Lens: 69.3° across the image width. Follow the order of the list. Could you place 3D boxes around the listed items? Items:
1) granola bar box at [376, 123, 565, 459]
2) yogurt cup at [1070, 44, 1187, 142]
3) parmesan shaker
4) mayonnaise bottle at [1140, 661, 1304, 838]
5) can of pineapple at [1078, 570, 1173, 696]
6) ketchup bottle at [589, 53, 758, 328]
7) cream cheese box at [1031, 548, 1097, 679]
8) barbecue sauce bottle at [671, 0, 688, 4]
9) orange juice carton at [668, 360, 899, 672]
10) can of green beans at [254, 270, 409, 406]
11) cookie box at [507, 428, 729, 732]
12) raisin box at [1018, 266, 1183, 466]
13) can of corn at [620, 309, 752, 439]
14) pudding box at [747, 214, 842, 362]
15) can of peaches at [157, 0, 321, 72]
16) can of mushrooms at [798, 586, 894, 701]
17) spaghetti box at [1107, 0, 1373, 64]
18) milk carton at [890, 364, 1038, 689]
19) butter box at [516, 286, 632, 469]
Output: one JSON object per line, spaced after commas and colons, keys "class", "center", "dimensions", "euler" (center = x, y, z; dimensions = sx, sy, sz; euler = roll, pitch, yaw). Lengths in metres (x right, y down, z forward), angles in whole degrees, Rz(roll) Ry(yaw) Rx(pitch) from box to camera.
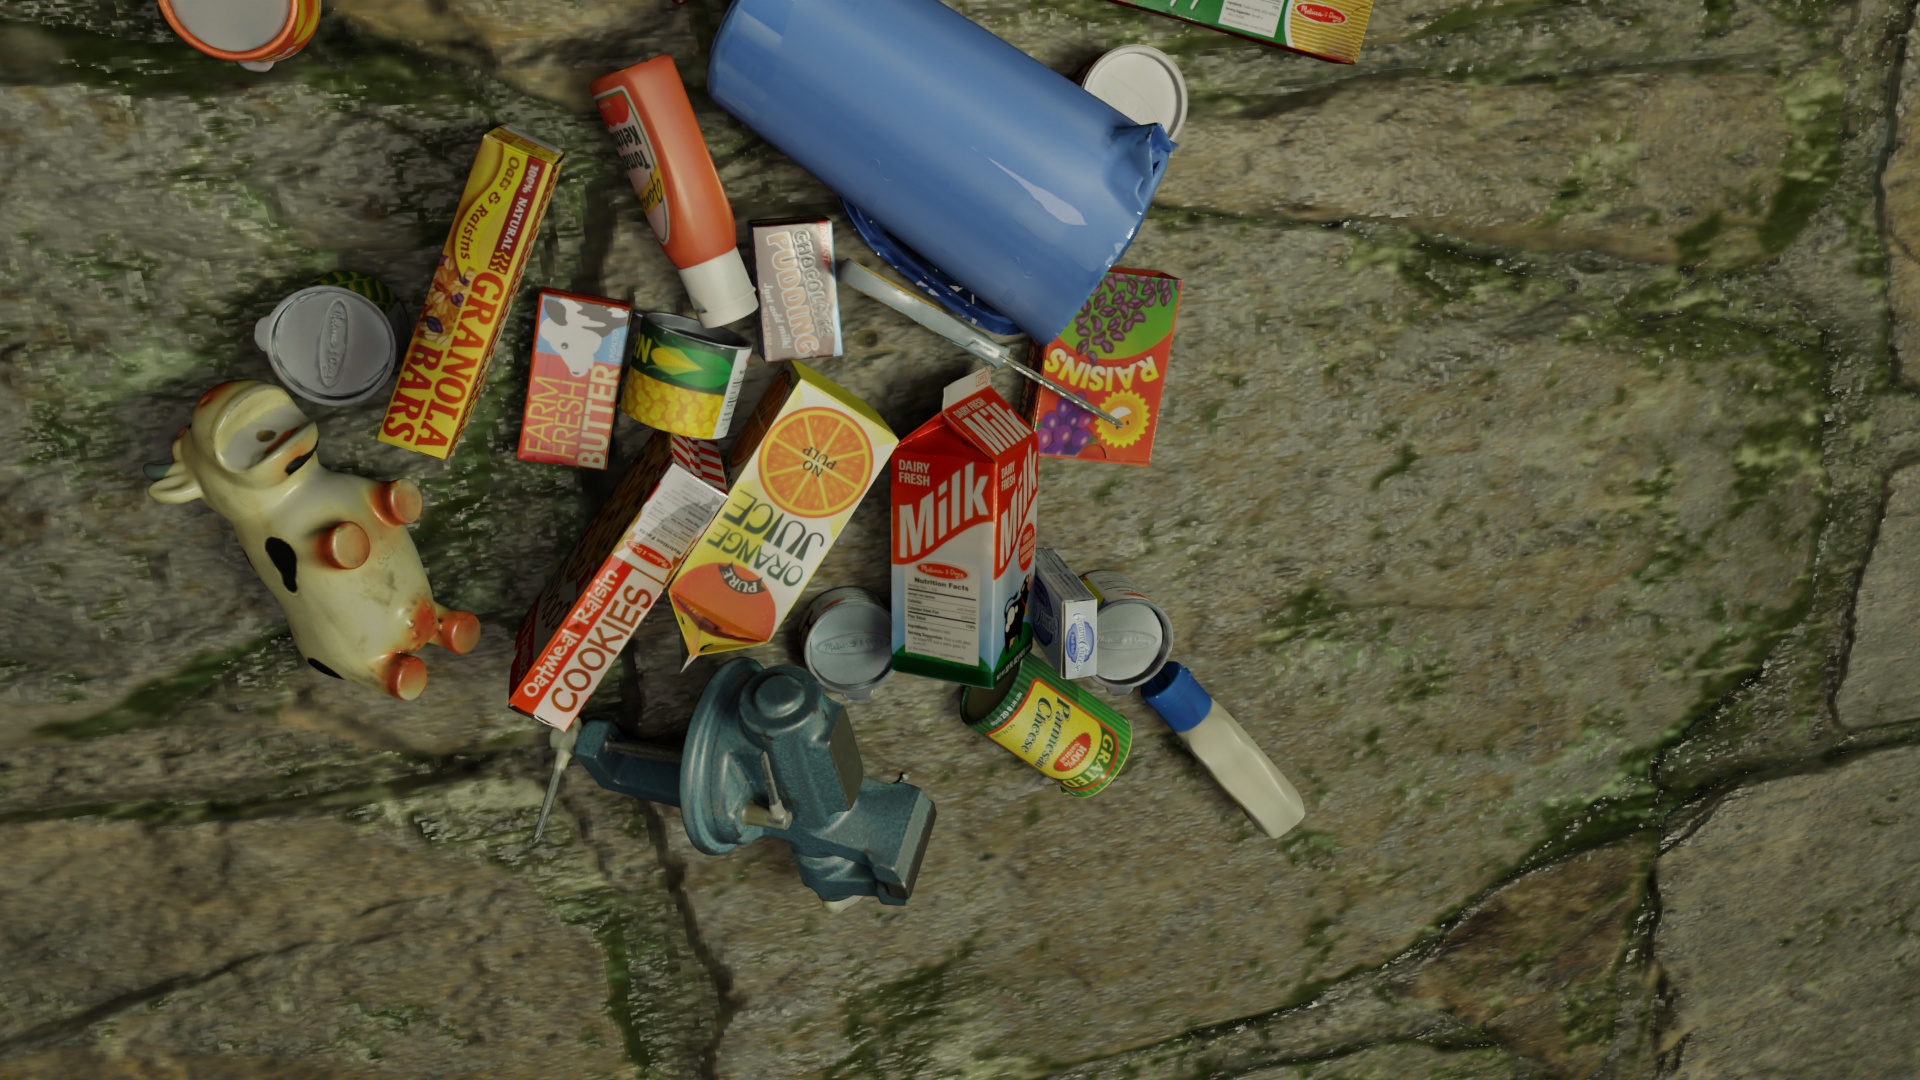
{"class": "granola bar box", "center": [-0.261, -0.138, 0.751], "dimensions": [0.039, 0.124, 0.165], "euler": [20, 103, -19]}
{"class": "yogurt cup", "center": [0.096, -0.264, 0.838], "dimensions": [0.072, 0.054, 0.072], "euler": [-5, 109, -13]}
{"class": "parmesan shaker", "center": [0.056, 0.125, 0.954], "dimensions": [0.103, 0.071, 0.071], "euler": [35, 97, -22]}
{"class": "mayonnaise bottle", "center": [0.187, 0.148, 1.000], "dimensions": [0.041, 0.065, 0.148], "euler": [-41, 109, 6]}
{"class": "can of pineapple", "center": [0.103, 0.061, 0.948], "dimensions": [0.071, 0.058, 0.070], "euler": [-4, 109, -13]}
{"class": "ketchup bottle", "center": [-0.158, -0.196, 0.789], "dimensions": [0.044, 0.065, 0.148], "euler": [-32, 114, -26]}
{"class": "cream cheese box", "center": [0.063, 0.046, 0.908], "dimensions": [0.024, 0.104, 0.053], "euler": [-4, 109, -11]}
{"class": "barbecue sauce bottle", "center": [-0.170, -0.367, 0.741], "dimensions": [0.065, 0.044, 0.148], "euler": [-35, 113, -1]}
{"class": "orange juice carton", "center": [-0.124, -0.009, 0.859], "dimensions": [0.073, 0.072, 0.192], "euler": [31, 98, -21]}
{"class": "can of green beans", "center": [-0.345, -0.114, 0.773], "dimensions": [0.071, 0.058, 0.071], "euler": [-5, 110, -13]}
{"class": "cookie box", "center": [-0.203, 0.014, 0.818], "dimensions": [0.040, 0.123, 0.167], "euler": [34, 98, -21]}
{"class": "raisin box", "center": [0.088, -0.114, 0.896], "dimensions": [0.086, 0.040, 0.123], "euler": [3, 108, -16]}
{"class": "can of corn", "center": [-0.165, -0.098, 0.821], "dimensions": [0.071, 0.071, 0.058], "euler": [13, 105, -18]}
{"class": "pudding box", "center": [-0.100, -0.152, 0.839], "dimensions": [0.050, 0.030, 0.083], "euler": [-7, 110, -13]}
{"class": "can of peaches", "center": [-0.368, -0.277, 0.712], "dimensions": [0.071, 0.058, 0.071], "euler": [-5, 109, -13]}
{"class": "can of mushrooms", "center": [-0.073, 0.068, 0.919], "dimensions": [0.071, 0.033, 0.070], "euler": [-5, 109, -14]}
{"class": "spaghetti box", "center": [0.131, -0.340, 0.835], "dimensions": [0.250, 0.029, 0.050], "euler": [8, 106, -17]}
{"class": "milk carton", "center": [0.003, -0.011, 0.877], "dimensions": [0.073, 0.072, 0.189], "euler": [9, 111, 22]}
{"class": "butter box", "center": [-0.230, -0.095, 0.828], "dimensions": [0.053, 0.024, 0.103], "euler": [8, 106, -18]}
